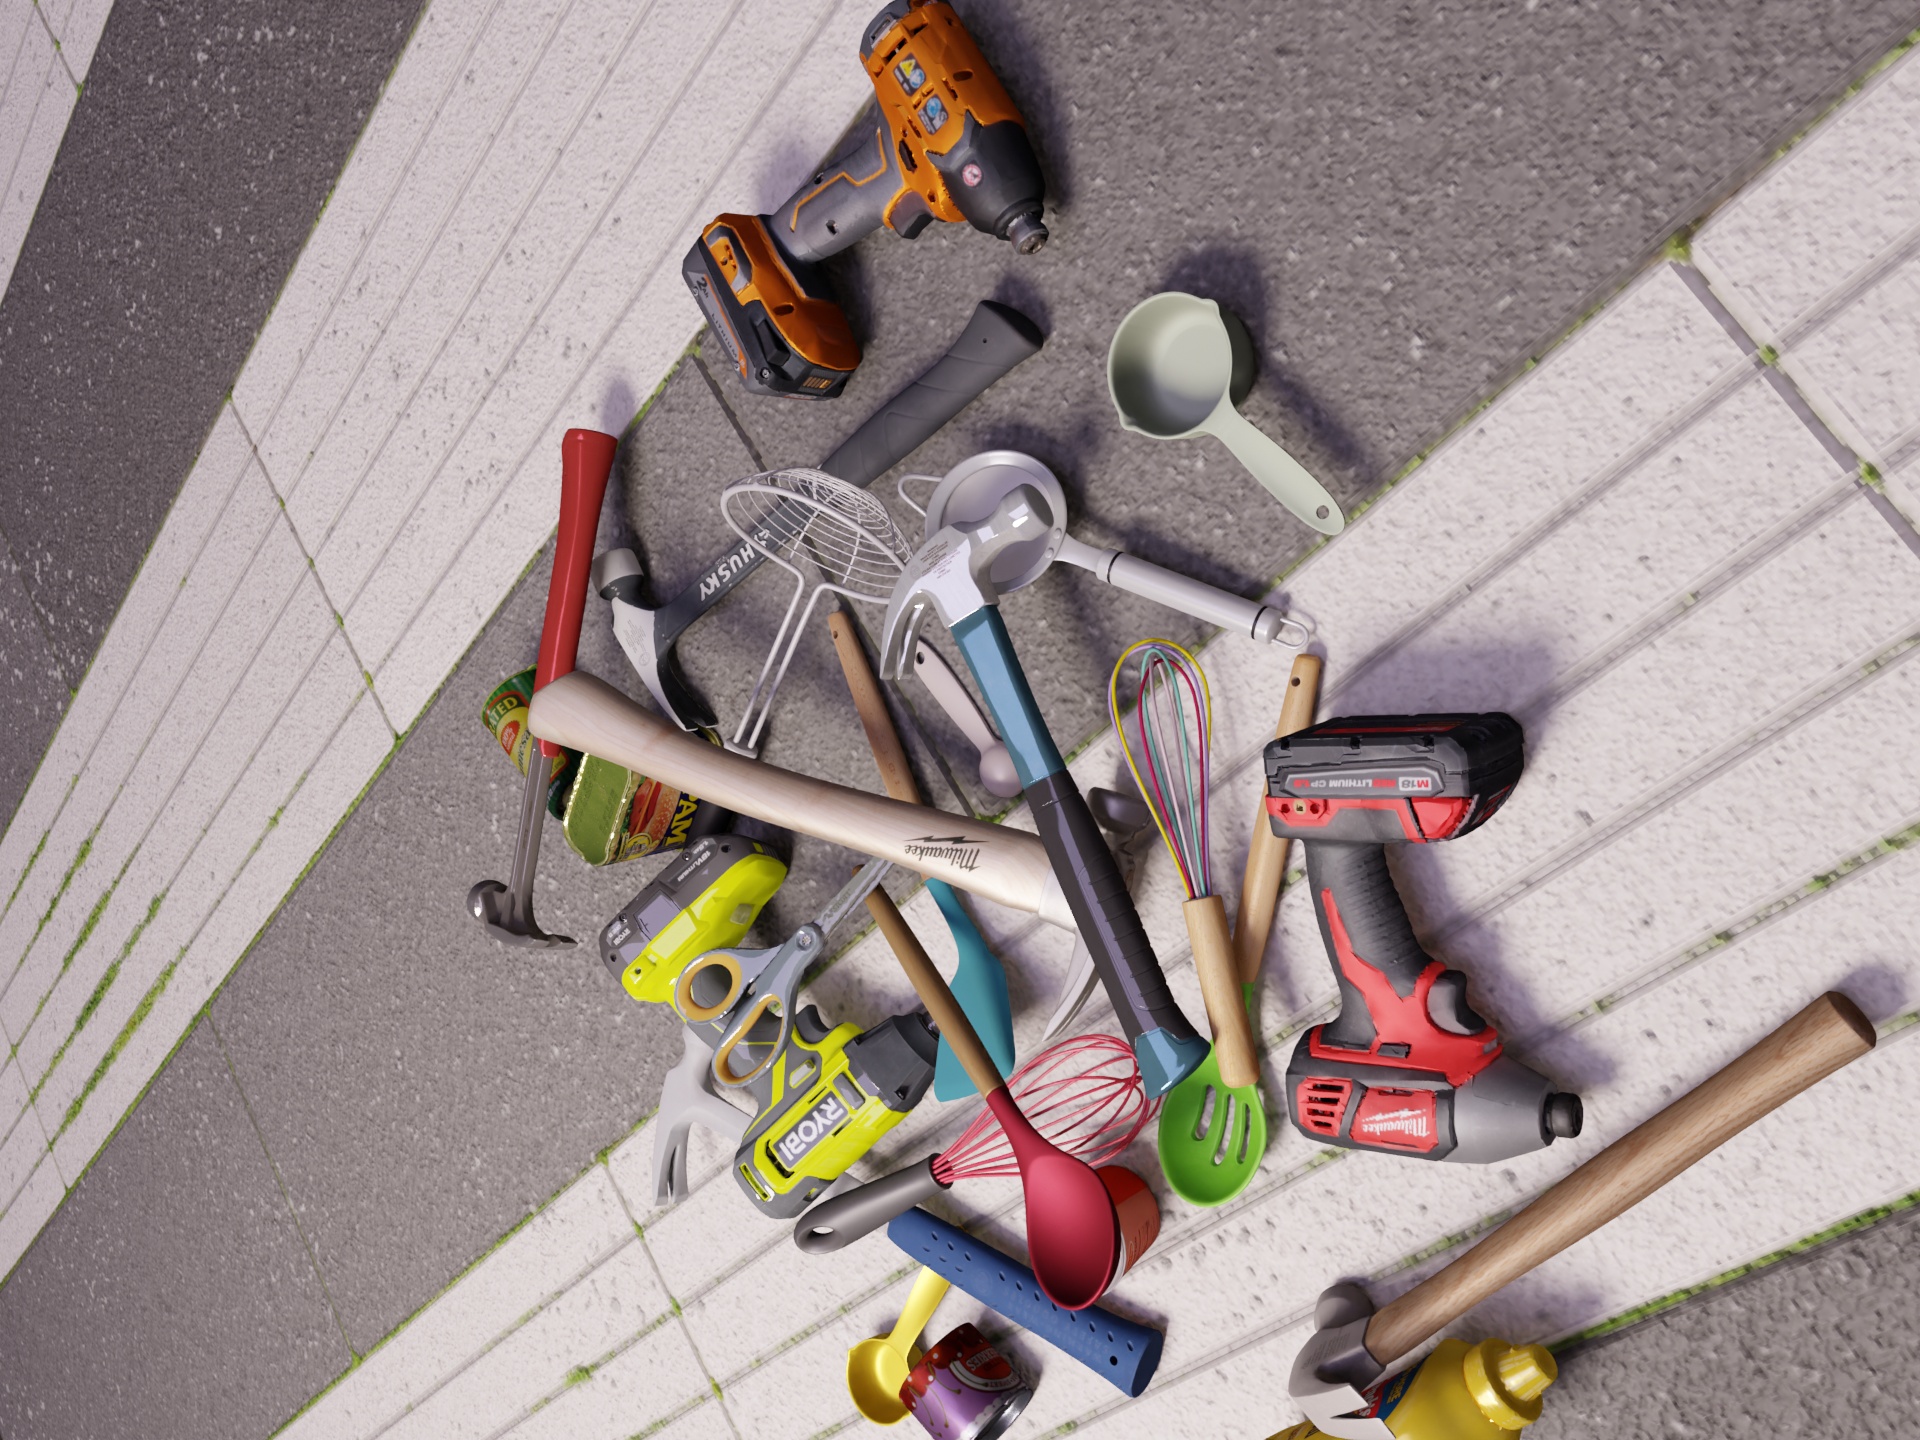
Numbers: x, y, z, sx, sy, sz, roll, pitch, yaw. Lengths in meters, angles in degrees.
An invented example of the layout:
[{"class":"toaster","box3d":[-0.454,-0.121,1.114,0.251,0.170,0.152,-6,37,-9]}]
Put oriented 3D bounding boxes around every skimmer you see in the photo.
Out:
[{"class":"skimmer","box3d":[-0.133,-0.011,1.021,0.127,0.090,0.363,25,125,-3]}]

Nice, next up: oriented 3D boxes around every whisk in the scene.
[{"class":"whisk","box3d":[0.002,0.267,0.972,0.296,0.073,0.073,-34,75,29]},{"class":"whisk","box3d":[0.129,0.073,0.856,0.051,0.047,0.245,-25,75,60]}]

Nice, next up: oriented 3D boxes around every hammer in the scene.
[{"class":"hammer","box3d":[-0.095,0.060,0.971,0.411,0.038,0.146,17,90,21]},{"class":"hammer","box3d":[-0.280,-0.024,1.104,0.149,0.036,0.359,5,86,55]},{"class":"hammer","box3d":[-0.099,-0.135,1.031,0.409,0.036,0.149,-33,77,36]},{"class":"hammer","box3d":[0.053,0.044,0.871,0.128,0.033,0.331,-29,78,27]},{"class":"hammer","box3d":[-0.052,0.330,1.049,0.406,0.035,0.144,20,94,33]},{"class":"hammer","box3d":[0.280,0.236,0.748,0.031,0.130,0.331,47,114,6]}]

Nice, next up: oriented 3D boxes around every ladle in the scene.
[{"class":"ladle","box3d":[0.007,0.197,0.920,0.069,0.031,0.316,-54,49,22]}]

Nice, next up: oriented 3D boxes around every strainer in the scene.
[{"class":"strainer","box3d":[0.078,-0.088,0.894,0.259,0.050,0.087,25,91,27]}]

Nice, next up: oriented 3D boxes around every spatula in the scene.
[{"class":"spatula","box3d":[-0.032,0.076,0.999,0.082,0.044,0.318,-34,73,47]}]

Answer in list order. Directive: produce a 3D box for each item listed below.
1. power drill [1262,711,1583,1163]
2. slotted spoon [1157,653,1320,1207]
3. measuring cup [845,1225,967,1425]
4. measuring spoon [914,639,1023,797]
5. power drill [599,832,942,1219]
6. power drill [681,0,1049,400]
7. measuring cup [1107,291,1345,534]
[{"class":"power drill","box3d":[0.226,0.110,0.784,0.143,0.078,0.219,-2,98,39]},{"class":"slotted spoon","box3d":[0.160,0.117,0.867,0.070,0.031,0.313,21,107,43]},{"class":"measuring cup","box3d":[-0.026,0.400,1.064,0.062,0.029,0.156,34,105,31]},{"class":"measuring spoon","box3d":[-0.002,-0.003,0.982,0.124,0.018,0.034,53,125,20]},{"class":"power drill","box3d":[-0.121,0.188,1.052,0.171,0.080,0.223,-44,69,4]},{"class":"power drill","box3d":[-0.051,-0.289,0.943,0.226,0.084,0.164,-38,74,32]},{"class":"measuring cup","box3d":[0.147,-0.156,0.831,0.168,0.038,0.083,49,123,20]}]
